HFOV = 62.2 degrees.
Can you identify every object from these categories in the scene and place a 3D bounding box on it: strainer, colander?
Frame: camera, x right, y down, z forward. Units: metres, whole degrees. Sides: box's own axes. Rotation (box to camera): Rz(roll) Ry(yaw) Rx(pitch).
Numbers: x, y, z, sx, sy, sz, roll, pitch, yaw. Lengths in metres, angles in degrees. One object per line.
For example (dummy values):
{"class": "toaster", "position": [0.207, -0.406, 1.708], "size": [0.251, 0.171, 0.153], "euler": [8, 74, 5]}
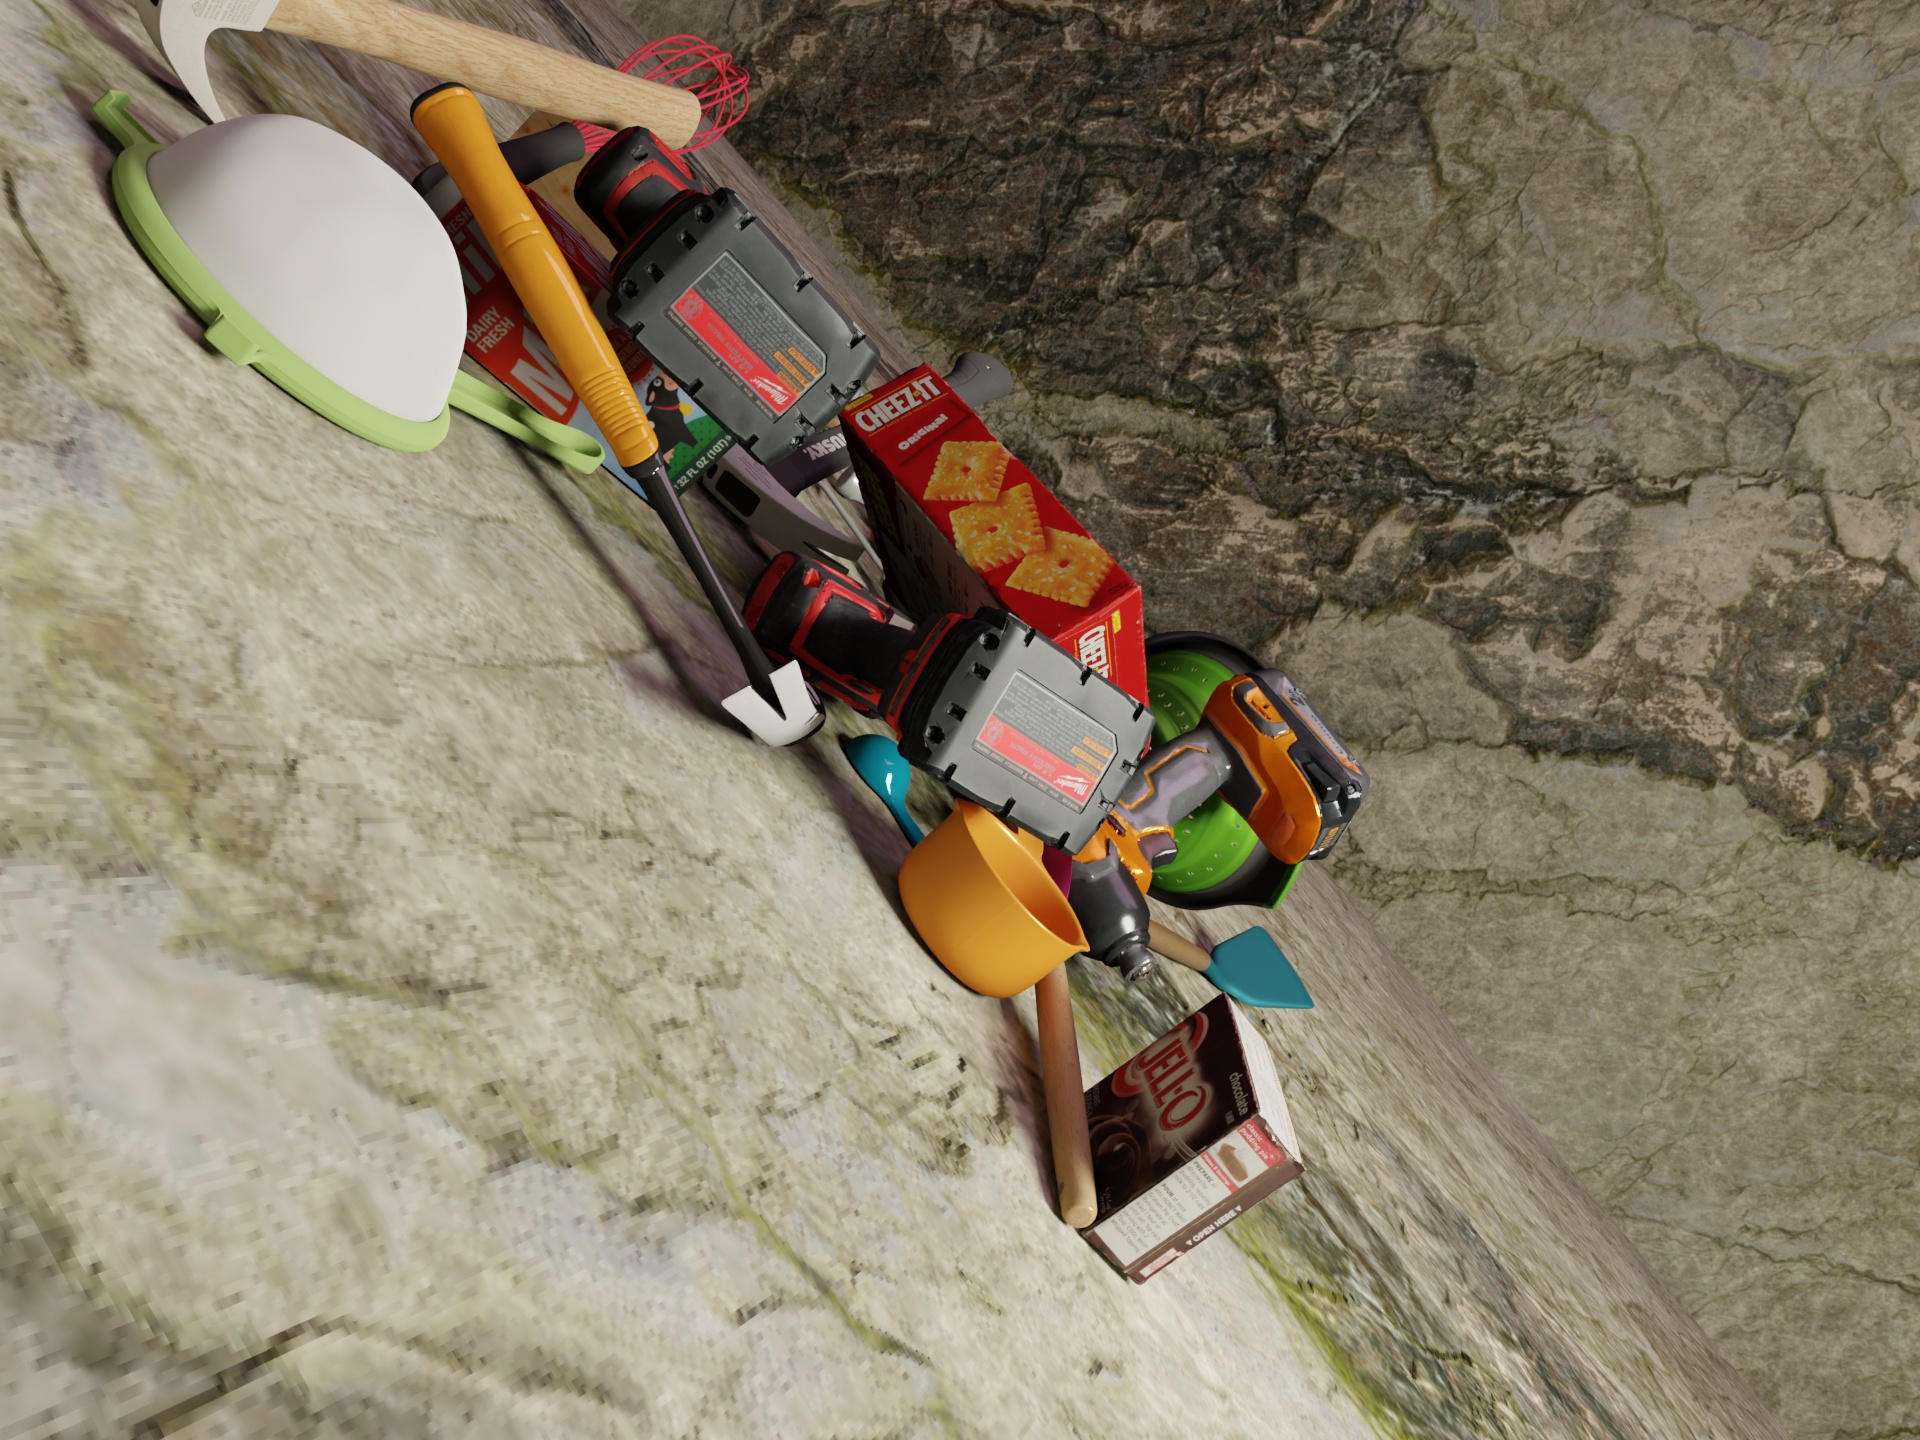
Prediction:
{"class": "strainer", "position": [-0.217, -0.170, 0.662], "size": [0.152, 0.069, 0.256], "euler": [55, 14, 26]}
{"class": "colander", "position": [0.087, 0.000, 1.189], "size": [0.094, 0.204, 0.397], "euler": [-1, 28, -42]}

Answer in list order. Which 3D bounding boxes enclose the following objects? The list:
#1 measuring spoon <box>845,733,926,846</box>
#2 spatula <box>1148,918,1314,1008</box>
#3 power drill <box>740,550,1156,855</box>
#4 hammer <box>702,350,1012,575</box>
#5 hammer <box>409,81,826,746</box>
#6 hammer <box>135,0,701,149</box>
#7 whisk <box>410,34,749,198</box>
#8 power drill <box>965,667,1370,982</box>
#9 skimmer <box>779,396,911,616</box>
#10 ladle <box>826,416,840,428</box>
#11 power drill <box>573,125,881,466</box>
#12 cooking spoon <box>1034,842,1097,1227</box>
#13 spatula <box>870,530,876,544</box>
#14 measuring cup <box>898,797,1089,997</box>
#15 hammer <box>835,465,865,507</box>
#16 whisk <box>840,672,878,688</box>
{"class": "measuring spoon", "position": [-0.017, 0.053, 0.829], "size": [0.129, 0.021, 0.042], "euler": [54, 12, 25]}
{"class": "spatula", "position": [0.174, 0.163, 1.166], "size": [0.317, 0.044, 0.082], "euler": [32, 23, -55]}
{"class": "power drill", "position": [-0.011, -0.016, 0.793], "size": [0.143, 0.078, 0.220], "euler": [32, -3, -34]}
{"class": "hammer", "position": [-0.052, -0.200, 1.110], "size": [0.146, 0.035, 0.335], "euler": [46, 38, 5]}
{"class": "hammer", "position": [-0.156, -0.141, 0.705], "size": [0.337, 0.034, 0.127], "euler": [60, -3, 6]}
{"class": "hammer", "position": [-0.242, -0.323, 0.776], "size": [0.031, 0.130, 0.331], "euler": [53, 27, 12]}
{"class": "whisk", "position": [-0.228, -0.362, 0.979], "size": [0.073, 0.073, 0.296], "euler": [49, 46, -6]}
{"class": "power drill", "position": [0.135, 0.063, 0.974], "size": [0.164, 0.226, 0.084], "euler": [57, -29, 30]}
{"class": "skimmer", "position": [-0.060, -0.167, 1.220], "size": [0.364, 0.090, 0.127], "euler": [56, 13, 31]}
{"class": "ladle", "position": [-0.104, -0.241, 1.173], "size": [0.320, 0.062, 0.078], "euler": [29, 41, -16]}
{"class": "power drill", "position": [-0.112, -0.211, 0.829], "size": [0.187, 0.080, 0.227], "euler": [43, 8, -31]}
{"class": "cooking spoon", "position": [0.044, 0.129, 0.771], "size": [0.017, 0.068, 0.319], "euler": [19, 23, -10]}
{"class": "spatula", "position": [-0.002, -0.089, 1.223], "size": [0.323, 0.041, 0.081], "euler": [50, -21, 54]}
{"class": "measuring cup", "position": [0.015, 0.081, 0.791], "size": [0.095, 0.052, 0.173], "euler": [49, 9, -3]}
{"class": "hammer", "position": [-0.003, -0.133, 1.266], "size": [0.128, 0.033, 0.331], "euler": [40, -1, -27]}
{"class": "whisk", "position": [-0.002, -0.002, 1.011], "size": [0.284, 0.070, 0.070], "euler": [22, 29, -57]}
